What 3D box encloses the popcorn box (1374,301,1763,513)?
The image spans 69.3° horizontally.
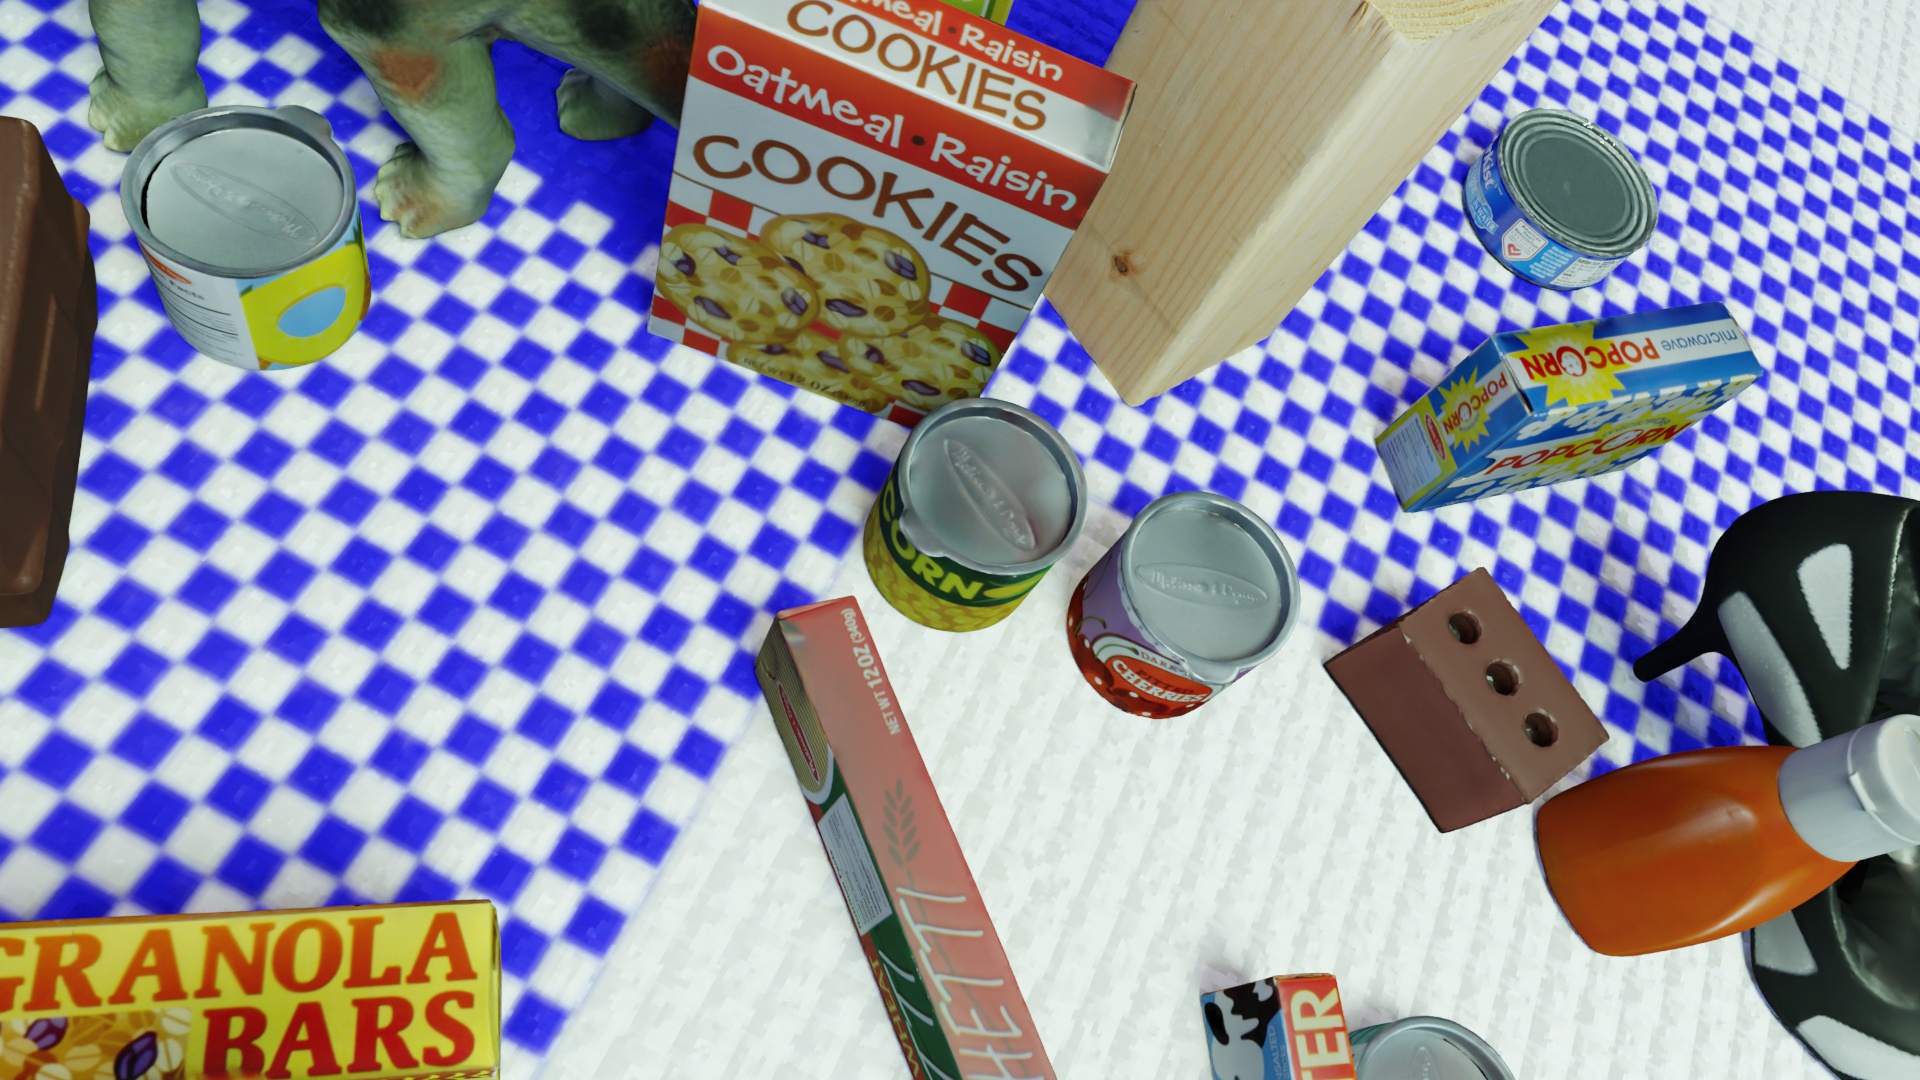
[{"bbox_3d":[0.249,-0.054,0.572,0.127,0.085,0.038,-10,69,-22],"label":"popcorn box"}]

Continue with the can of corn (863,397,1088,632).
[{"bbox_3d":[0.002,-0.006,0.484,0.071,0.058,0.071,7,64,-15],"label":"can of corn"}]

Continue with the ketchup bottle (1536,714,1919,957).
[{"bbox_3d":[0.260,0.098,0.466,0.043,0.148,0.065,-8,69,-21],"label":"ketchup bottle"}]

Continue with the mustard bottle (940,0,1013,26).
[{"bbox_3d":[-0.003,-0.237,0.535,0.065,0.159,0.049,10,63,-13],"label":"mustard bottle"}]

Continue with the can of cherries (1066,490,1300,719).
[{"bbox_3d":[0.077,0.026,0.493,0.071,0.058,0.072,7,64,-15],"label":"can of cherries"}]

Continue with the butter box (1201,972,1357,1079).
[{"bbox_3d":[0.103,0.189,0.427,0.024,0.053,0.104,2,65,-17],"label":"butter box"}]

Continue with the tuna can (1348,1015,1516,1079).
[{"bbox_3d":[0.150,0.191,0.452,0.071,0.032,0.071,7,64,-15],"label":"tuna can"}]

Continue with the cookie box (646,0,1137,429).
[{"bbox_3d":[-0.032,-0.107,0.459,0.123,0.166,0.040,20,61,-8],"label":"cookie box"}]

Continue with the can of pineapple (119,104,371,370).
[{"bbox_3d":[-0.229,-0.098,0.455,0.071,0.057,0.071,7,64,-15],"label":"can of pineapple"}]

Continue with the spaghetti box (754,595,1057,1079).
[{"bbox_3d":[-0.004,0.137,0.419,0.029,0.050,0.250,-17,71,-24],"label":"spaghetti box"}]

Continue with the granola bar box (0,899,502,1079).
[{"bbox_3d":[-0.194,0.117,0.325,0.166,0.123,0.039,1,66,-17],"label":"granola bar box"}]
